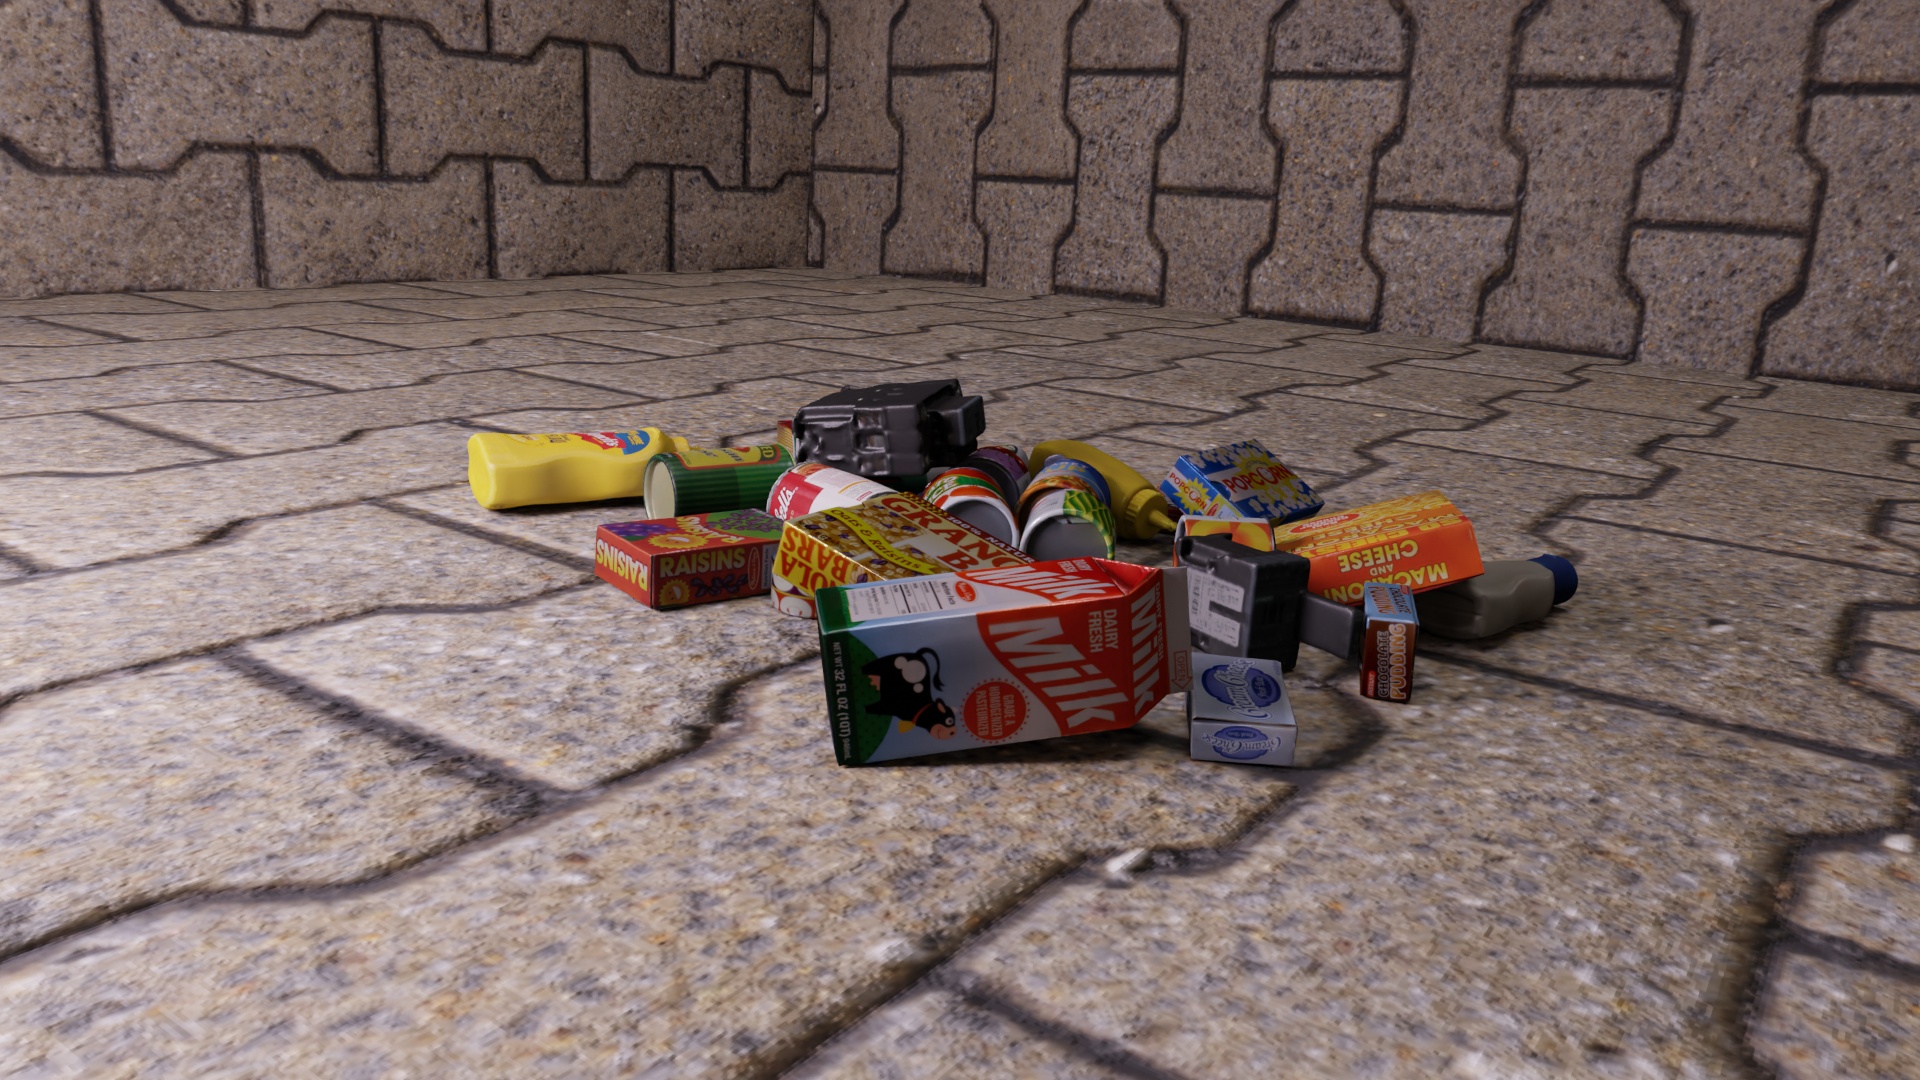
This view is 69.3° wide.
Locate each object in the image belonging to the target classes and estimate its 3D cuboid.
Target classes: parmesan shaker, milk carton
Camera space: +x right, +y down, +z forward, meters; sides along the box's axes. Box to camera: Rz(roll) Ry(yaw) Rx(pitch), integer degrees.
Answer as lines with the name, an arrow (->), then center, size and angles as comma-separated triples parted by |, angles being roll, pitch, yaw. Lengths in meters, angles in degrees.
parmesan shaker -> -0.182, -0.038, 1.066 | 0.103, 0.071, 0.071 | -7, 18, -35
milk carton -> 0.025, 0.057, 0.708 | 0.191, 0.072, 0.073 | -7, 16, -7

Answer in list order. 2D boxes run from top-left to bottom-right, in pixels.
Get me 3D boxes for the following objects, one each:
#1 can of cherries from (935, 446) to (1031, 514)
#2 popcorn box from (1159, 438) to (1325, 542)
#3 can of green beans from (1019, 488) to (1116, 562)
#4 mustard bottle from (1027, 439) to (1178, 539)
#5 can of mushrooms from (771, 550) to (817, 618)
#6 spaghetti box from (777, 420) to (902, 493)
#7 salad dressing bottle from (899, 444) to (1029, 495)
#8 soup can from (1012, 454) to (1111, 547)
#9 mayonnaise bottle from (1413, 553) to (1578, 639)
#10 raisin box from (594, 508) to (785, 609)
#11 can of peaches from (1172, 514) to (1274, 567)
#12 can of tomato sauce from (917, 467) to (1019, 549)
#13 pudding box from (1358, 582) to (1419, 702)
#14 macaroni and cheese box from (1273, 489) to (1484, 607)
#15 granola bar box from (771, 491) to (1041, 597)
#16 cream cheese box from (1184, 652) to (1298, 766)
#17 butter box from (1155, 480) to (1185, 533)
can of cherries -> 0.018, -0.041, 1.116 | 0.071, 0.071, 0.058 | 6, 15, 11
popcorn box -> 0.232, -0.037, 1.137 | 0.127, 0.038, 0.085 | -15, 55, -49
can of green beans -> 0.076, 0.002, 0.973 | 0.071, 0.071, 0.058 | 5, 15, 6
mustard bottle -> 0.121, -0.034, 1.135 | 0.049, 0.065, 0.160 | -11, 28, -38
can of mushrooms -> -0.089, 0.027, 0.910 | 0.071, 0.033, 0.071 | 3, 14, -1
spaghetti box -> -0.107, -0.055, 1.178 | 0.029, 0.050, 0.250 | -5, 17, -24
salad dressing bottle -> -0.009, -0.057, 1.217 | 0.148, 0.044, 0.064 | -8, 17, -35
soup can -> 0.077, -0.025, 1.064 | 0.071, 0.071, 0.084 | 6, 15, 11
mayonnaise bottle -> 0.375, 0.037, 0.960 | 0.148, 0.041, 0.065 | -8, 14, -39
raisin box -> -0.173, 0.011, 0.942 | 0.124, 0.040, 0.086 | -7, 19, -38
can of peaches -> 0.177, 0.018, 0.942 | 0.058, 0.071, 0.071 | 3, 15, -1
can of tomato sauce -> 0.004, -0.013, 1.010 | 0.071, 0.071, 0.083 | 2, 15, -6
pudding box -> 0.256, 0.059, 0.833 | 0.030, 0.049, 0.084 | 5, 15, 14
macaroni and cheese box -> 0.282, 0.007, 0.955 | 0.123, 0.040, 0.167 | -14, 6, 14
granola bar box -> -0.012, 0.027, 0.845 | 0.166, 0.039, 0.124 | 29, 26, 28
cream cheese box -> 0.149, 0.089, 0.747 | 0.053, 0.024, 0.104 | 4, 15, 7
butter box -> 0.188, -0.029, 1.192 | 0.053, 0.024, 0.104 | 8, 16, 20
